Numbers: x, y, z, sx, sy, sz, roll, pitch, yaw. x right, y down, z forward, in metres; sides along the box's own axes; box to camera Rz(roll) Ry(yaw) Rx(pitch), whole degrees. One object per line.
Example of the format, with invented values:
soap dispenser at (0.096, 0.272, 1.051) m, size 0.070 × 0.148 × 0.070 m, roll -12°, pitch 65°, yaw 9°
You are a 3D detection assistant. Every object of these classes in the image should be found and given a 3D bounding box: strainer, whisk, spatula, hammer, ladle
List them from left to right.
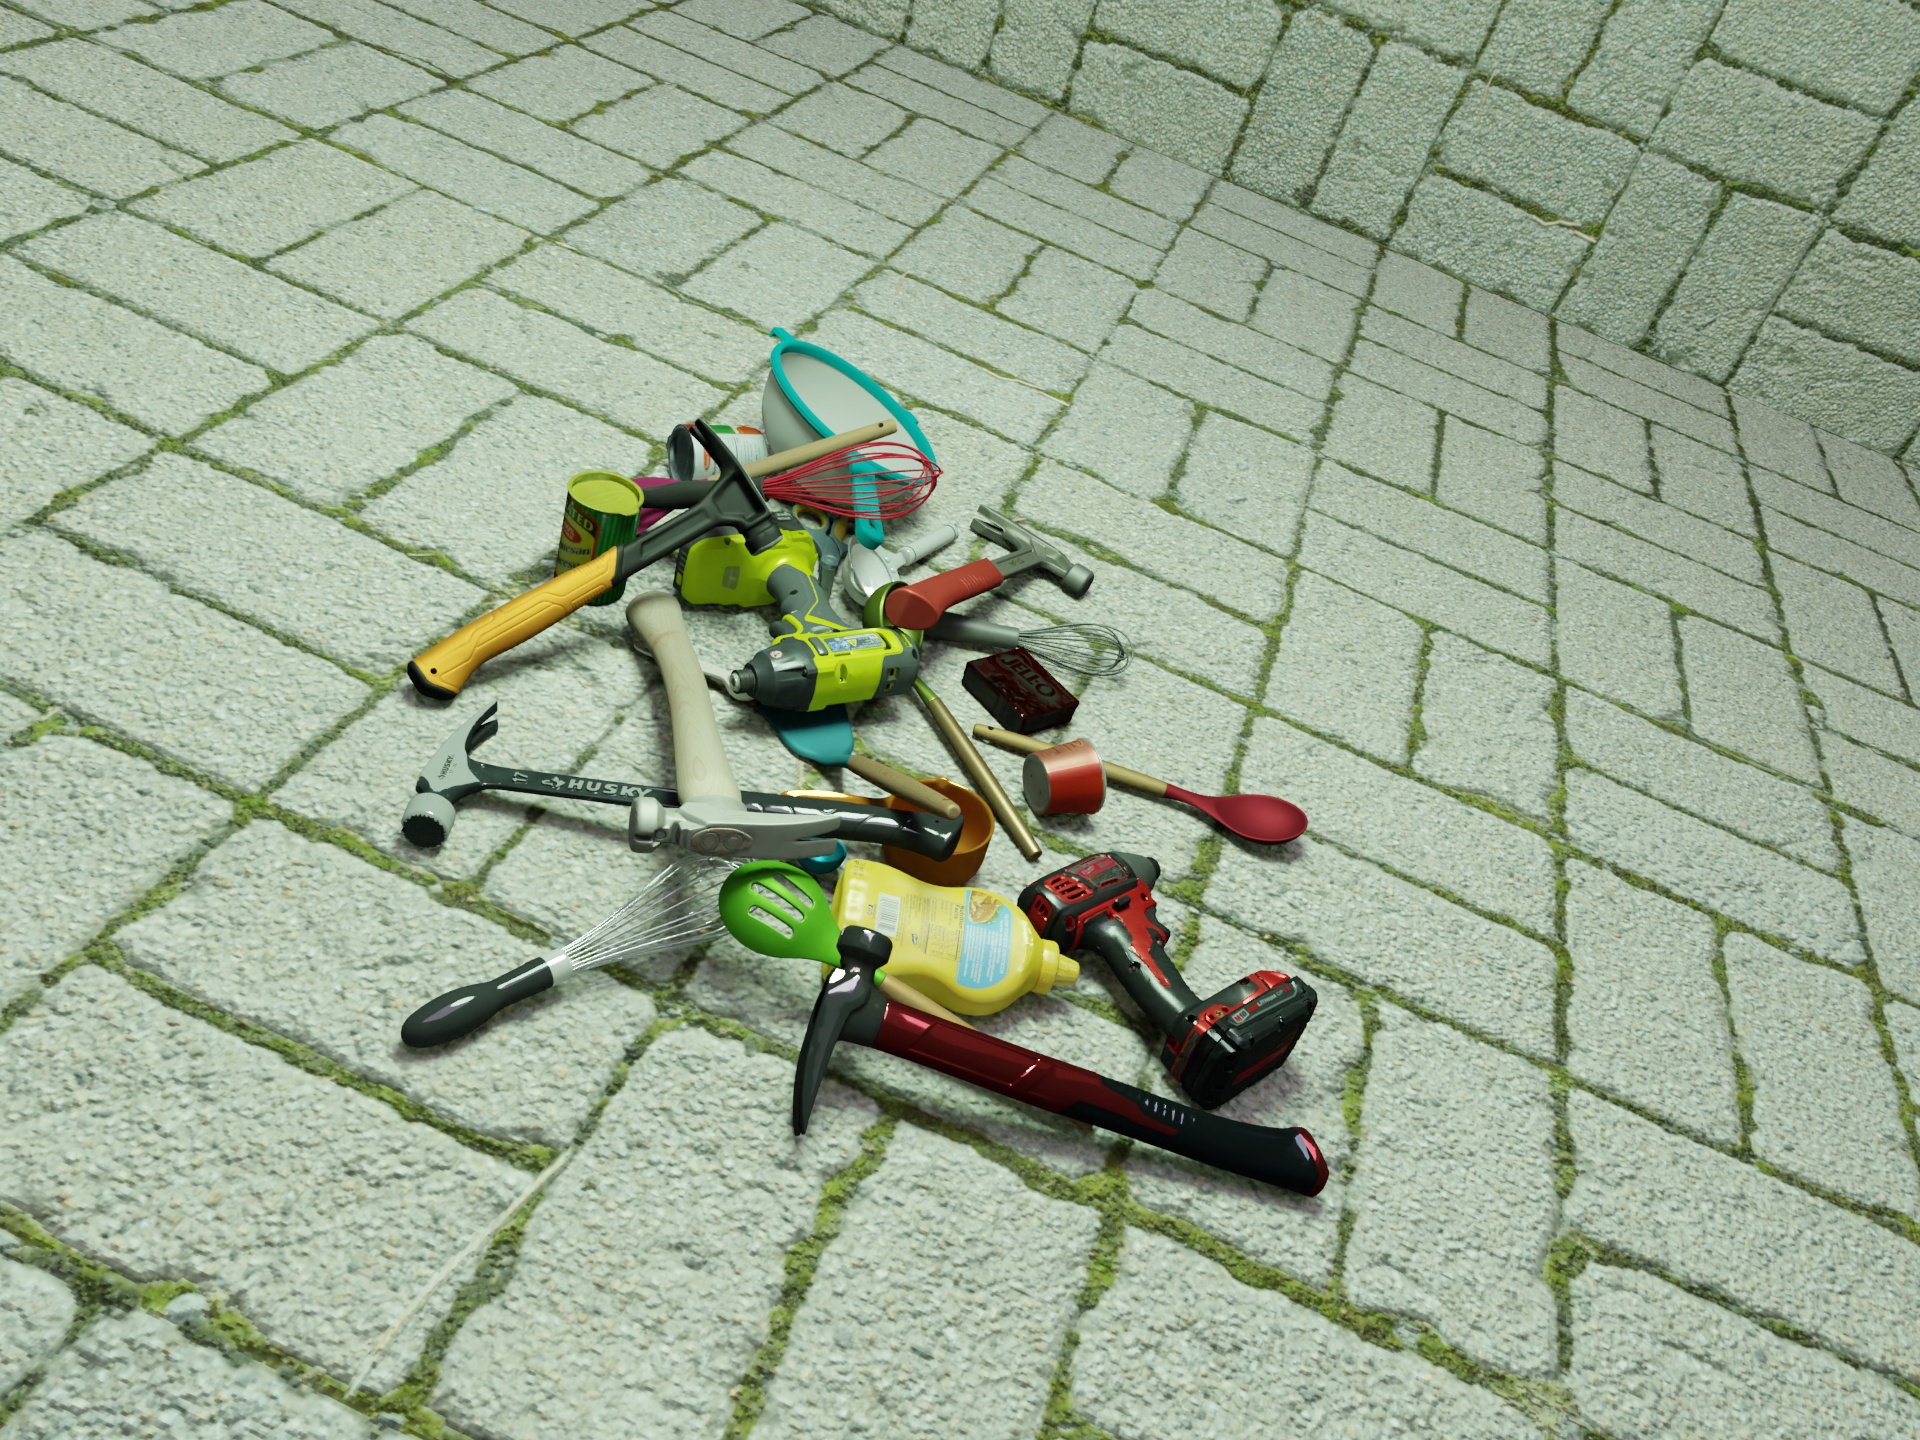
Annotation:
hammer at (-0.313, -0.125, 1.331) m, size 0.337 × 0.034 × 0.127 m, roll -36°, pitch 98°, yaw -25°
whisk at (-0.252, 0.157, 1.098) m, size 0.284 × 0.070 × 0.070 m, roll -23°, pitch 55°, yaw -37°
hammer at (-0.200, 0.061, 1.213) m, size 0.409 × 0.036 × 0.149 m, roll 7°, pitch 36°, yaw -5°
hammer at (-0.205, -0.009, 1.263) m, size 0.146 × 0.038 × 0.411 m, roll 4°, pitch 26°, yaw -19°
whisk at (-0.158, -0.212, 1.445) m, size 0.296 × 0.073 × 0.073 m, roll -2°, pitch 34°, yaw 14°
strainer at (-0.125, -0.251, 1.611) m, size 0.210 × 0.095 × 0.341 m, roll 29°, pitch 30°, yaw -29°
spatula at (-0.075, 0.029, 1.277) m, size 0.082 × 0.044 × 0.318 m, roll -2°, pitch 11°, yaw -27°
strainer at (-0.060, -0.161, 1.603) m, size 0.087 × 0.050 × 0.258 m, roll 62°, pitch 33°, yaw -7°
ladle at (-0.002, -0.005, 1.421) m, size 0.078 × 0.062 × 0.320 m, roll 35°, pitch 18°, yaw -55°
hammer at (0.010, -0.145, 1.552) m, size 0.149 × 0.036 × 0.359 m, roll 33°, pitch 24°, yaw 13°
whisk at (0.053, -0.083, 1.554) m, size 0.239 × 0.055 × 0.055 m, roll 9°, pitch 38°, yaw -9°
hammer at (0.076, 0.273, 1.101) m, size 0.386 × 0.038 × 0.143 m, roll 22°, pitch 69°, yaw -11°
ladle at (0.162, 0.055, 1.448) m, size 0.315 × 0.031 × 0.069 m, roll 18°, pitch 34°, yaw -1°

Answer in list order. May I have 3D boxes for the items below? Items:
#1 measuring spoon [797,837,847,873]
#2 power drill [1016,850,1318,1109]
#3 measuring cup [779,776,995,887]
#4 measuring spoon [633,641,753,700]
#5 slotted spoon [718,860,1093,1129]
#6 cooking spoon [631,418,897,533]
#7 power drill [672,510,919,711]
measuring spoon at (-0.150, 0.092, 1.263) m, size 0.129 × 0.021 × 0.042 m, roll 23°, pitch 27°, yaw 18°
power drill at (0.161, 0.186, 1.245) m, size 0.143 × 0.078 × 0.220 m, roll -18°, pitch 49°, yaw -41°
measuring cup at (-0.062, 0.089, 1.280) m, size 0.173 × 0.052 × 0.095 m, roll 8°, pitch 38°, yaw -5°
measuring spoon at (-0.231, -0.042, 1.394) m, size 0.124 × 0.018 × 0.034 m, roll 20°, pitch 28°, yaw 10°
slotted spoon at (-0.034, 0.197, 1.123) m, size 0.313 × 0.031 × 0.070 m, roll 35°, pitch 61°, yaw -3°
cooking spoon at (-0.212, -0.230, 1.504) m, size 0.319 × 0.017 × 0.069 m, roll -18°, pitch 59°, yaw 2°
power drill at (-0.162, -0.094, 1.423) m, size 0.171 × 0.080 × 0.223 m, roll -9°, pitch 43°, yaw -34°
